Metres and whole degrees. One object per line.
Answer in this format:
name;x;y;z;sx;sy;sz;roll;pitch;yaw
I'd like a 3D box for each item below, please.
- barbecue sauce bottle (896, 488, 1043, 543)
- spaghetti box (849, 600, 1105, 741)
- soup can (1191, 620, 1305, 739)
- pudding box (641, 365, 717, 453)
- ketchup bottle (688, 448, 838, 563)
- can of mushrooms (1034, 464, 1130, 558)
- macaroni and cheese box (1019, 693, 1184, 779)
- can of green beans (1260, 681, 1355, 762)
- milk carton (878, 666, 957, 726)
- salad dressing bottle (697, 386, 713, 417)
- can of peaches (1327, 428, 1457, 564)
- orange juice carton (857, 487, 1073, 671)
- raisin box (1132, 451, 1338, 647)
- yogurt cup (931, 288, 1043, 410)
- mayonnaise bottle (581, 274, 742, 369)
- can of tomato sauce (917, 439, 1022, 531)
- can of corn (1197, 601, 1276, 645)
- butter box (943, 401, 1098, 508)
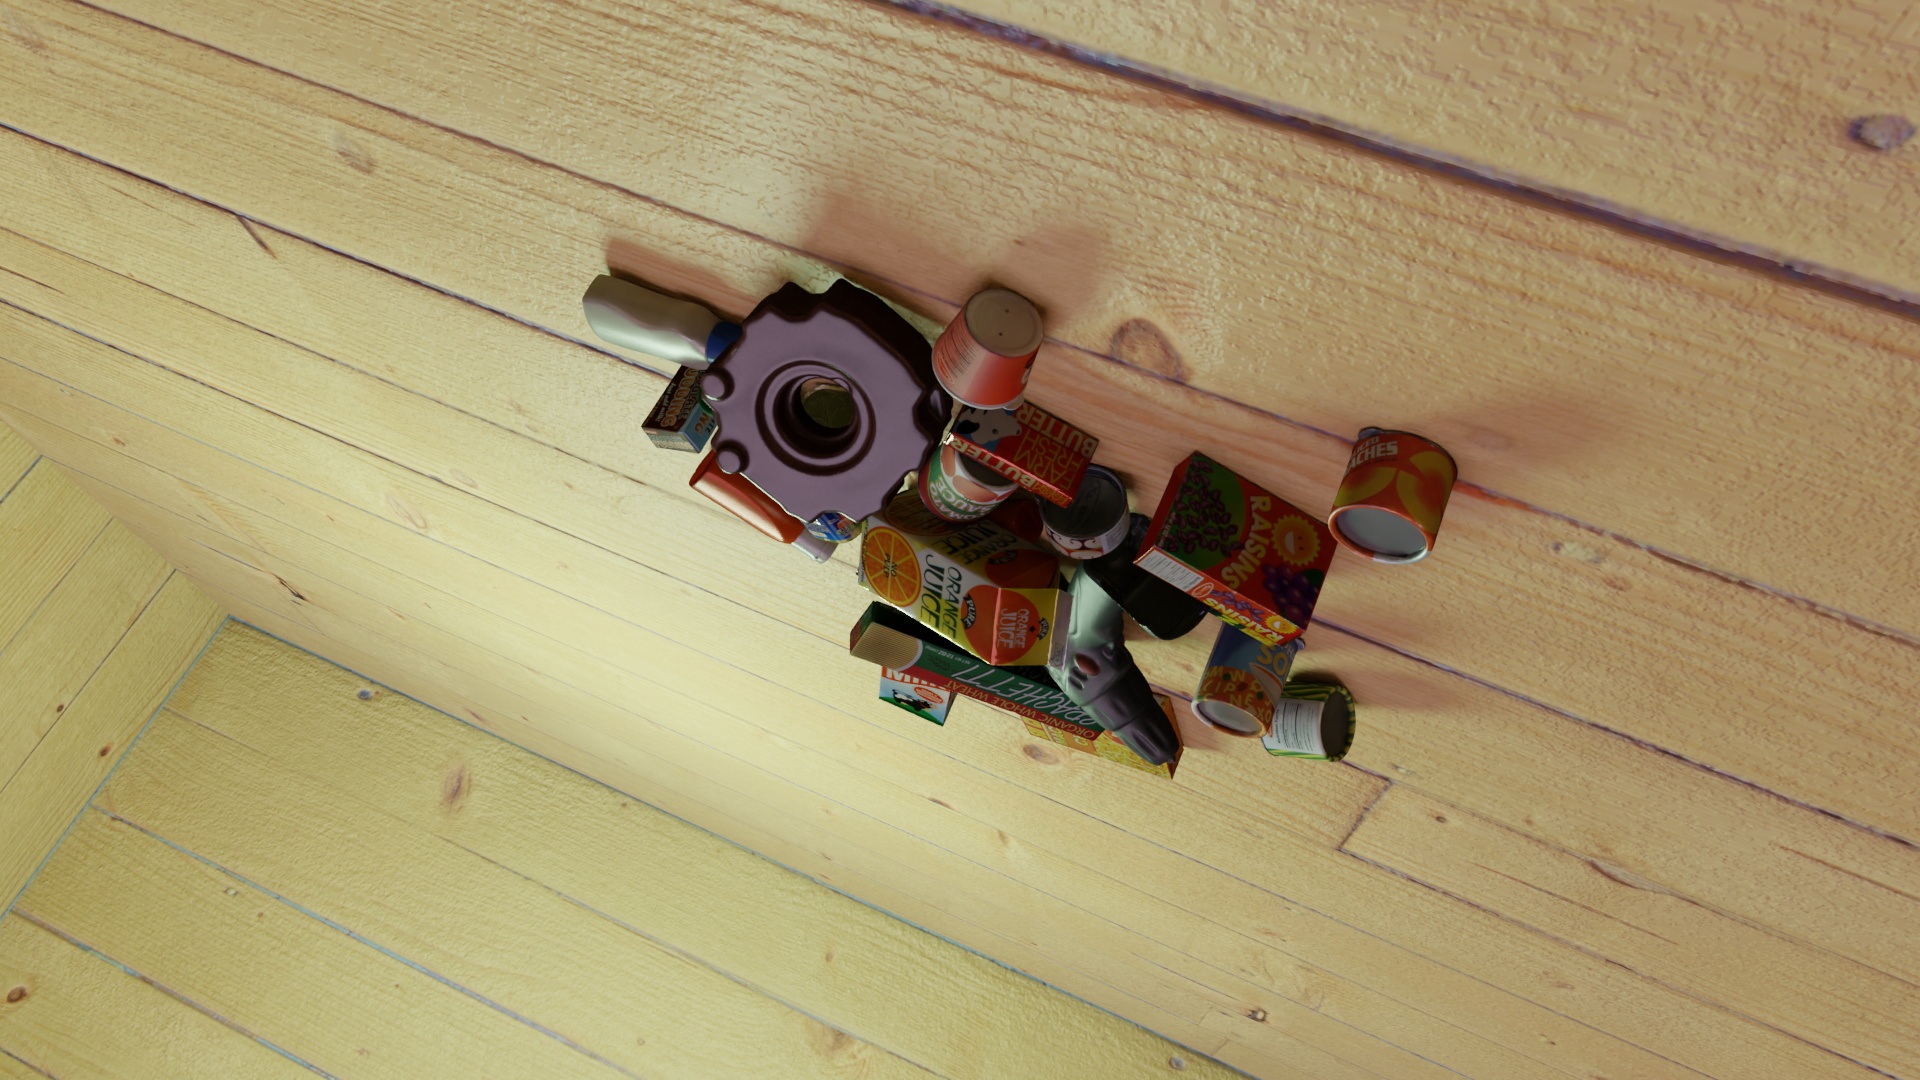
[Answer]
barbecue sauce bottle;0.004;-0.015;1.167;0.148;0.044;0.064;-2;123;45
spaghetti box;0.025;0.117;1.221;0.250;0.029;0.050;21;131;-17
soup can;0.237;0.112;1.144;0.071;0.084;0.071;21;154;11
pudding box;-0.219;-0.114;1.146;0.049;0.084;0.030;11;150;31
ketchup bottle;-0.184;-0.031;1.324;0.148;0.044;0.064;34;155;-17
can of mushrooms;0.092;-0.022;1.044;0.071;0.071;0.033;16;154;22
macaroni and cheese box;0.139;0.183;1.431;0.166;0.040;0.123;14;152;25
can of green beans;0.297;0.154;1.189;0.058;0.071;0.071;0;144;44
milk carton;-0.030;0.106;1.324;0.073;0.072;0.189;23;155;6
salad dressing bottle;-0.163;-0.095;1.129;0.064;0.044;0.147;14;170;22
can of peaches;0.268;-0.027;0.870;0.071;0.058;0.071;21;155;10
orange juice carton;0.011;0.032;1.091;0.193;0.073;0.071;29;127;34
raisin box;0.194;0.006;0.975;0.123;0.086;0.040;29;153;-5
yogurt cup;0.020;-0.128;0.911;0.072;0.073;0.053;28;147;-3
mayonnaise bottle;-0.224;-0.166;1.102;0.148;0.041;0.064;18;155;15
can of tomato sauce;0.011;-0.053;1.057;0.071;0.071;0.082;31;155;-9
can of corn;0.220;0.039;1.033;0.058;0.071;0.071;29;155;-6
butter box;0.045;-0.071;1.009;0.103;0.053;0.024;28;157;-4
